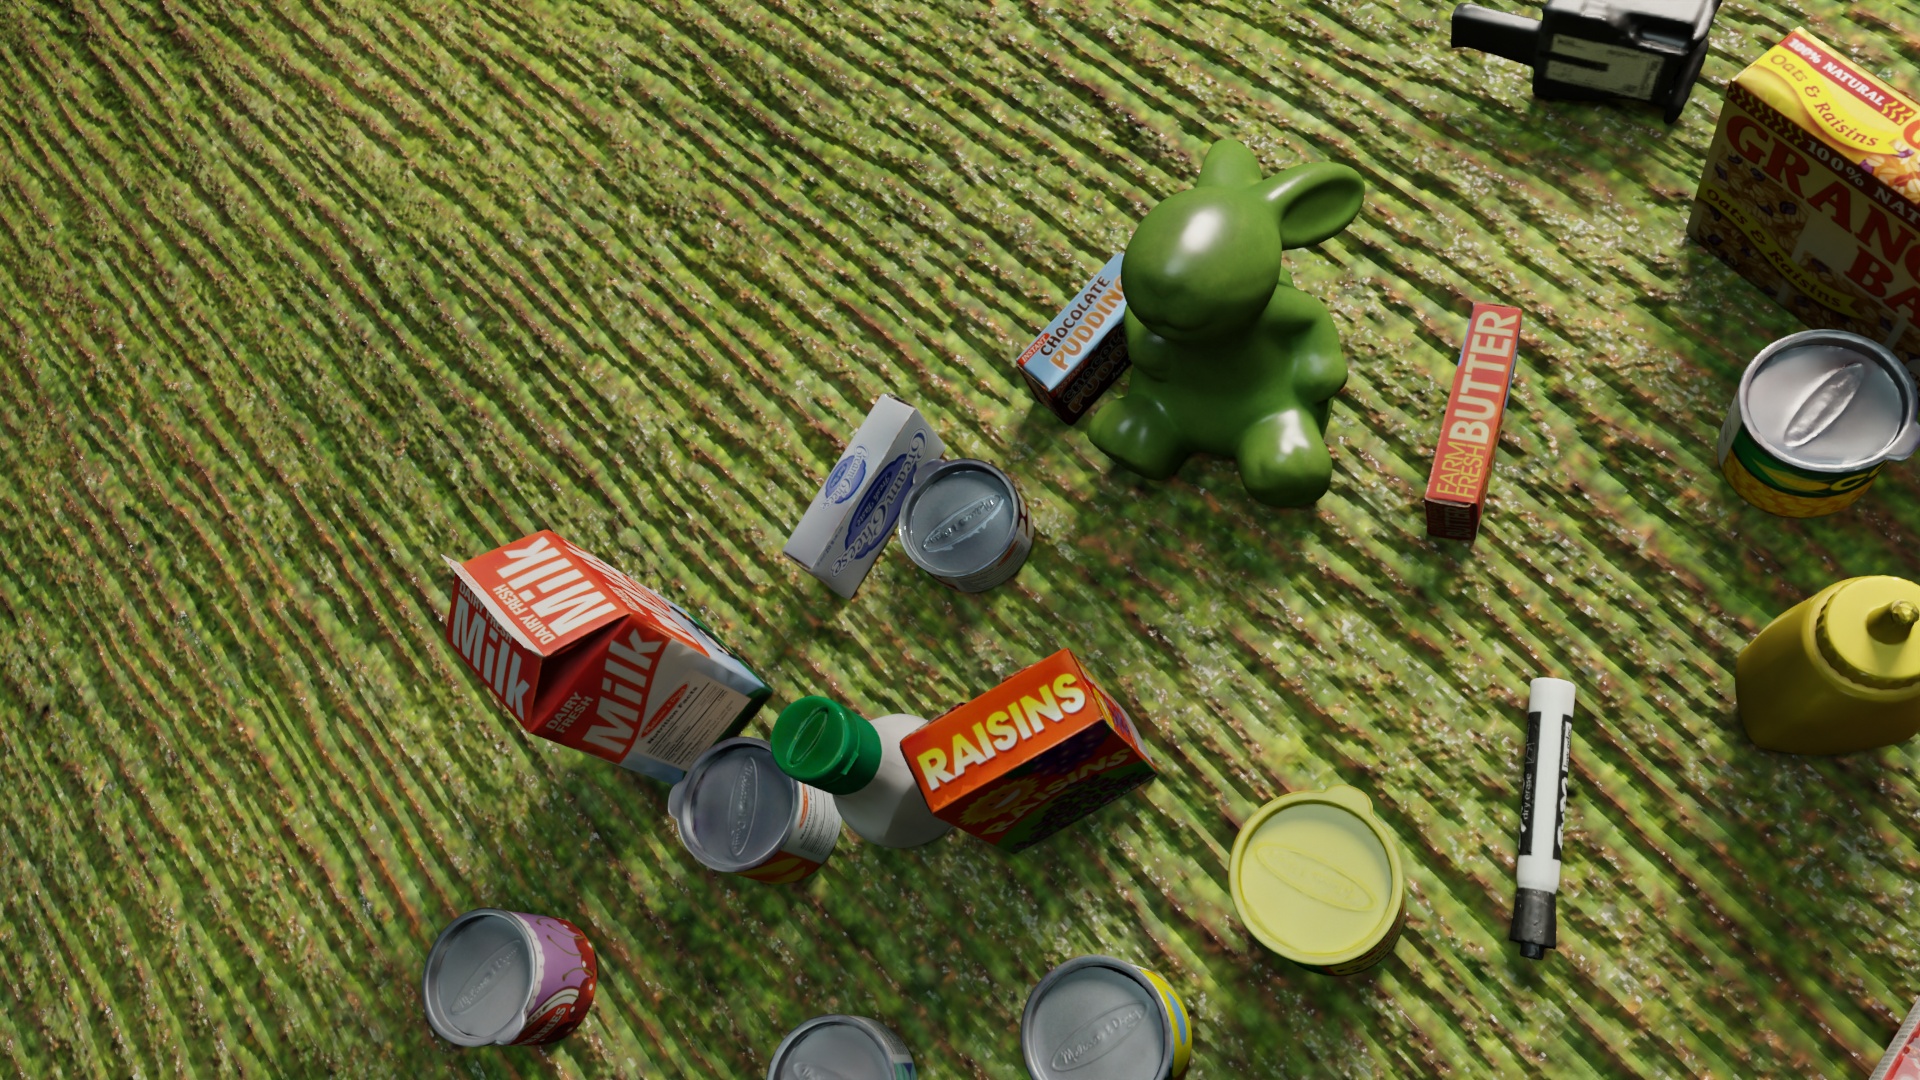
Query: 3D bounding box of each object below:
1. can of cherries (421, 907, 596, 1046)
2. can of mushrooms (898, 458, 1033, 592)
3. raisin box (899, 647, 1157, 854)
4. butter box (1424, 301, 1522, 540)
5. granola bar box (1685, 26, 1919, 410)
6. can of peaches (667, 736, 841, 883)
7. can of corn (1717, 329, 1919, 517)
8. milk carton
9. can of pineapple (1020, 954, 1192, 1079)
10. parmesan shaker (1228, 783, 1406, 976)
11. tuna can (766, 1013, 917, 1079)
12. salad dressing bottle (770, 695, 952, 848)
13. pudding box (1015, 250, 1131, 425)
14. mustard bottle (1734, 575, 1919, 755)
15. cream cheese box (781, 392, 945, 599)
[{"bbox_3d":[-0.228,0.227,0.711,0.071,0.058,0.072,-6,68,17],"label":"can of cherries"},{"bbox_3d":[0.003,-0.009,0.735,0.071,0.033,0.071,-6,68,17],"label":"can of mushrooms"},{"bbox_3d":[0.035,0.099,0.632,0.086,0.123,0.040,-30,64,7],"label":"raisin box"},{"bbox_3d":[0.243,-0.055,0.659,0.024,0.053,0.104,12,75,23],"label":"butter box"},{"bbox_3d":[0.398,-0.126,0.592,0.039,0.124,0.166,-39,63,2],"label":"granola bar box"},{"bbox_3d":[-0.102,0.137,0.702,0.071,0.058,0.071,-6,68,17],"label":"can of peaches"},{"bbox_3d":[0.375,-0.048,0.608,0.071,0.058,0.071,-6,68,17],"label":"can of corn"},{"bbox_3d":[-0.177,0.058,0.683,0.072,0.190,0.073,38,86,27],"label":"milk carton"},{"bbox_3d":[0.066,0.221,0.612,0.071,0.057,0.071,-6,68,17],"label":"can of pineapple"},{"bbox_3d":[0.155,0.145,0.585,0.071,0.103,0.071,-7,69,17],"label":"parmesan shaker"},{"bbox_3d":[-0.056,0.260,0.653,0.071,0.032,0.071,-6,68,17],"label":"tuna can"},{"bbox_3d":[-0.040,0.105,0.642,0.044,0.147,0.064,30,82,26],"label":"salad dressing bottle"},{"bbox_3d":[0.072,-0.107,0.740,0.084,0.049,0.030,-46,63,-2],"label":"pudding box"},{"bbox_3d":[0.340,0.046,0.527,0.065,0.160,0.049,-5,69,17],"label":"mustard bottle"},{"bbox_3d":[-0.051,-0.023,0.748,0.024,0.053,0.104,28,81,26],"label":"cream cheese box"}]
